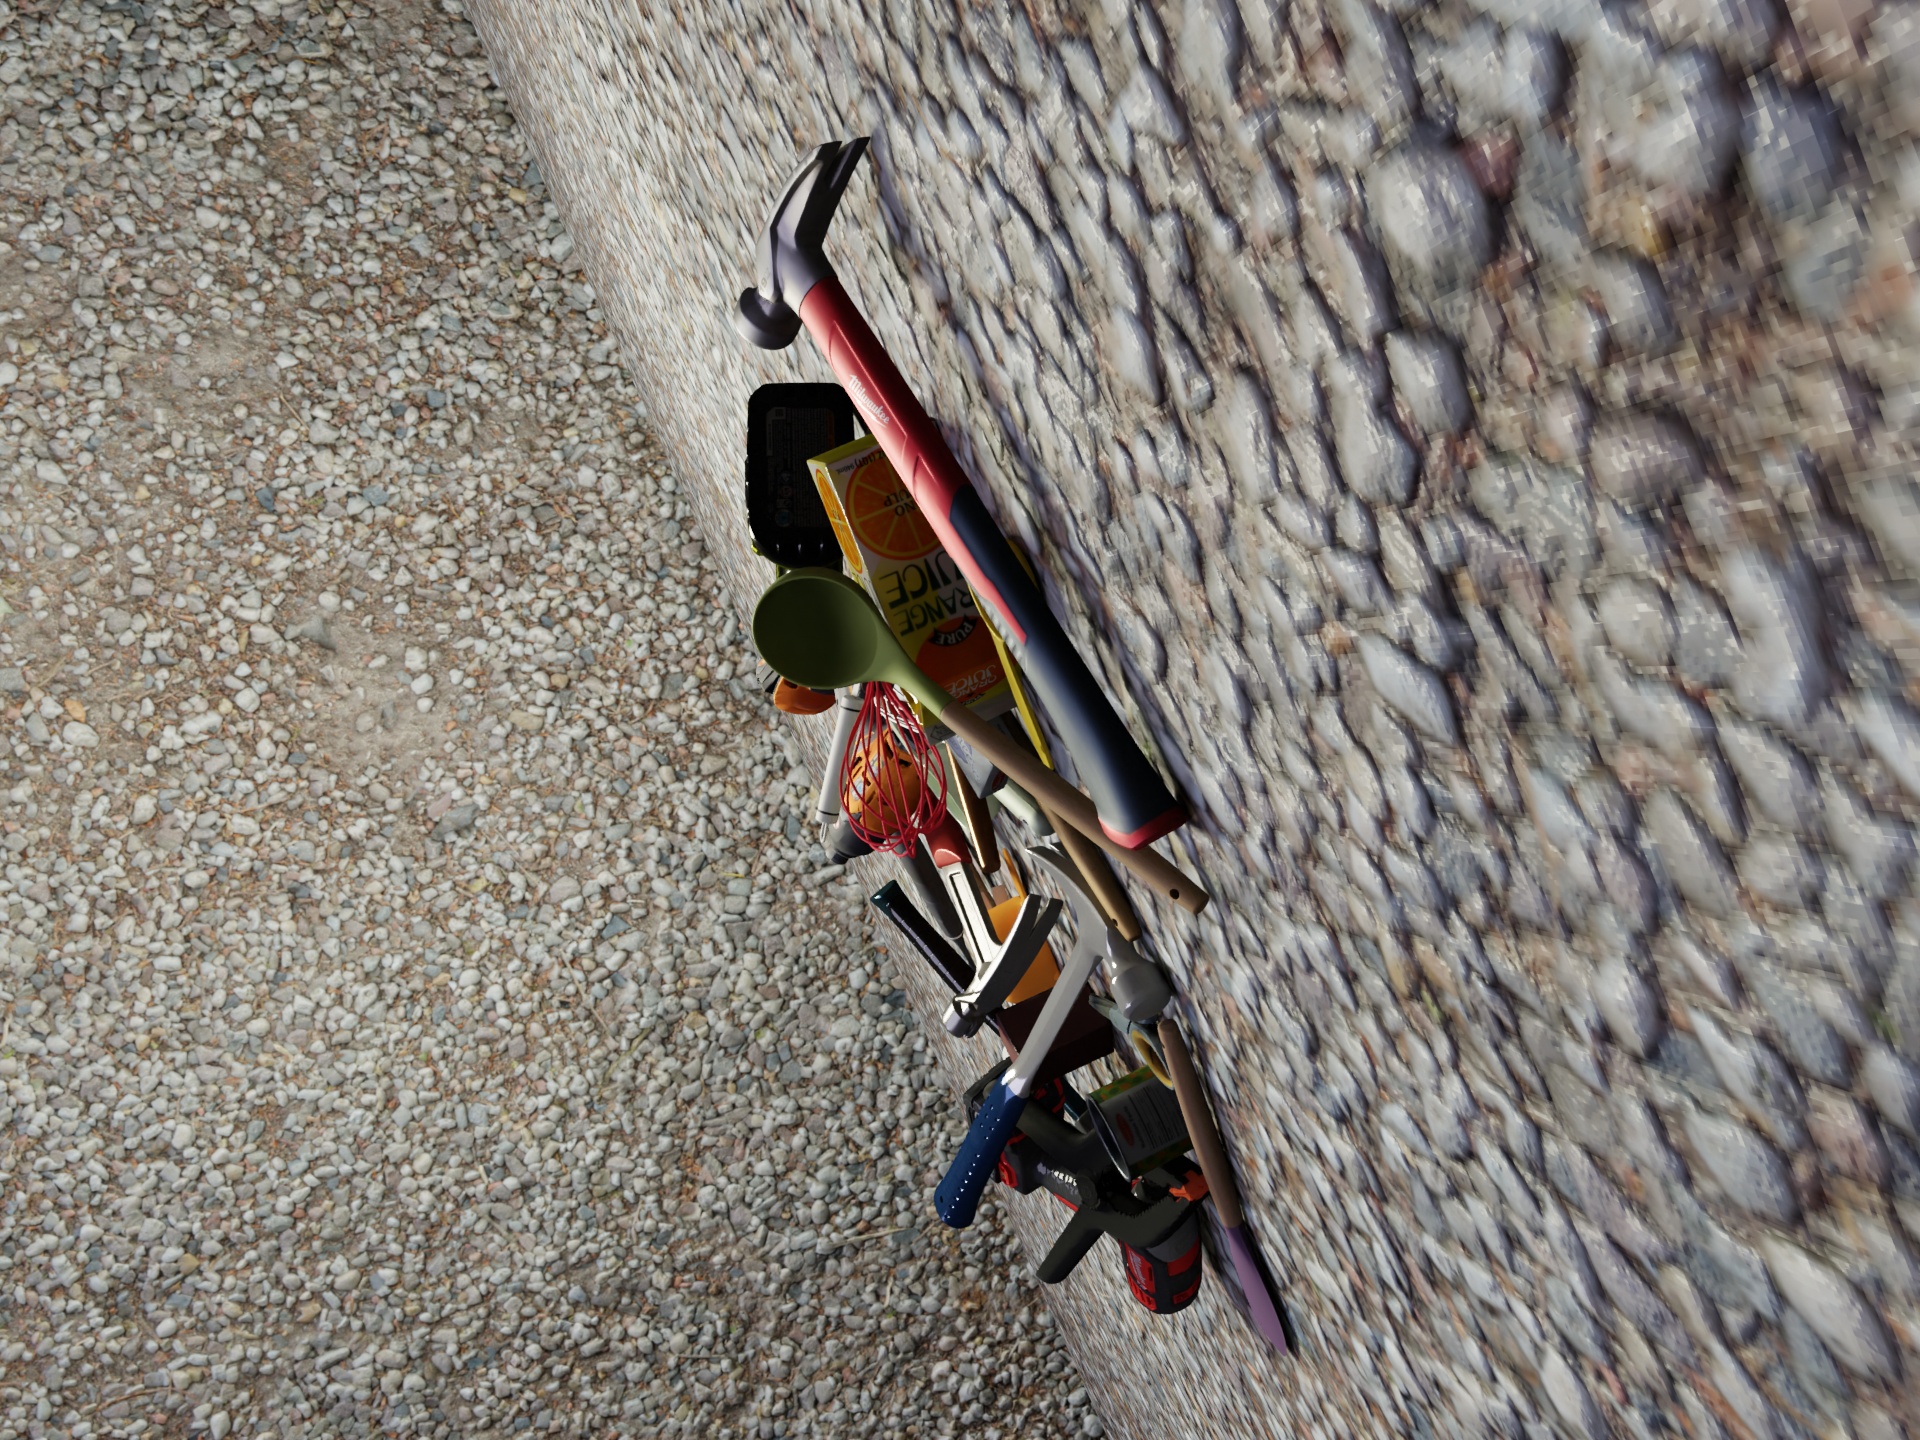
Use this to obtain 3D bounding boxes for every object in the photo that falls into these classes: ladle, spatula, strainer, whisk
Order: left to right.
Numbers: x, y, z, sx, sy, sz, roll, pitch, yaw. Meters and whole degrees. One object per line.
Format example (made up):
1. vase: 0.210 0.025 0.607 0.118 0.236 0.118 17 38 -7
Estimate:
1. strainer: -0.086 -0.022 1.314 0.087 0.050 0.258 -147 68 -64
2. whisk: -0.055 -0.013 1.098 0.296 0.073 0.073 -102 -3 -51
3. spatula: -0.021 -0.020 1.128 0.080 0.041 0.323 77 178 -49
4. whisk: 0.002 0.014 1.151 0.057 0.059 0.247 42 -179 -42
5. ladle: 0.004 0.012 0.880 0.320 0.062 0.078 38 129 28
6. ladle: 0.035 0.012 1.051 0.316 0.031 0.069 59 162 24
7. spatula: 0.177 0.317 1.060 0.060 0.018 0.315 47 161 59

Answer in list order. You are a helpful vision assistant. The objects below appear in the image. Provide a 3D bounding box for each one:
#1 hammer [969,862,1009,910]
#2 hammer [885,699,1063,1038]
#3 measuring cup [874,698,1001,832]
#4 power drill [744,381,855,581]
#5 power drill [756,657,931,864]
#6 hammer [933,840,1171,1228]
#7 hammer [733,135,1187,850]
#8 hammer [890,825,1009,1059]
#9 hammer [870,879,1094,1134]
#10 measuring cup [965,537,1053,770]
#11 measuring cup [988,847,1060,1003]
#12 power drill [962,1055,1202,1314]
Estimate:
1. hammer: -0.013 0.114 1.548 0.332 0.031 0.129 59 169 33
2. hammer: -0.011 0.091 1.354 0.149 0.036 0.359 -60 31 27
3. measuring cup: -0.025 0.014 1.261 0.167 0.038 0.083 54 171 -1
4. power drill: -0.120 -0.169 1.225 0.223 0.080 0.171 115 154 -80
5. power drill: -0.101 0.008 1.405 0.164 0.084 0.227 -53 48 27
6. hammer: 0.043 0.251 1.151 0.144 0.035 0.405 62 148 35
7. hammer: 0.007 -0.110 0.812 0.386 0.038 0.143 58 145 12
8. hammer: -0.001 0.218 1.547 0.408 0.036 0.149 63 177 -22
9. hammer: 0.033 0.269 1.441 0.331 0.033 0.128 46 164 17
10. measuring cup: 0.039 -0.036 0.911 0.062 0.029 0.156 51 165 56
11. measuring cup: 0.036 0.175 1.359 0.095 0.052 0.173 56 169 45
12. power drill: 0.104 0.367 1.284 0.220 0.078 0.143 32 144 41
